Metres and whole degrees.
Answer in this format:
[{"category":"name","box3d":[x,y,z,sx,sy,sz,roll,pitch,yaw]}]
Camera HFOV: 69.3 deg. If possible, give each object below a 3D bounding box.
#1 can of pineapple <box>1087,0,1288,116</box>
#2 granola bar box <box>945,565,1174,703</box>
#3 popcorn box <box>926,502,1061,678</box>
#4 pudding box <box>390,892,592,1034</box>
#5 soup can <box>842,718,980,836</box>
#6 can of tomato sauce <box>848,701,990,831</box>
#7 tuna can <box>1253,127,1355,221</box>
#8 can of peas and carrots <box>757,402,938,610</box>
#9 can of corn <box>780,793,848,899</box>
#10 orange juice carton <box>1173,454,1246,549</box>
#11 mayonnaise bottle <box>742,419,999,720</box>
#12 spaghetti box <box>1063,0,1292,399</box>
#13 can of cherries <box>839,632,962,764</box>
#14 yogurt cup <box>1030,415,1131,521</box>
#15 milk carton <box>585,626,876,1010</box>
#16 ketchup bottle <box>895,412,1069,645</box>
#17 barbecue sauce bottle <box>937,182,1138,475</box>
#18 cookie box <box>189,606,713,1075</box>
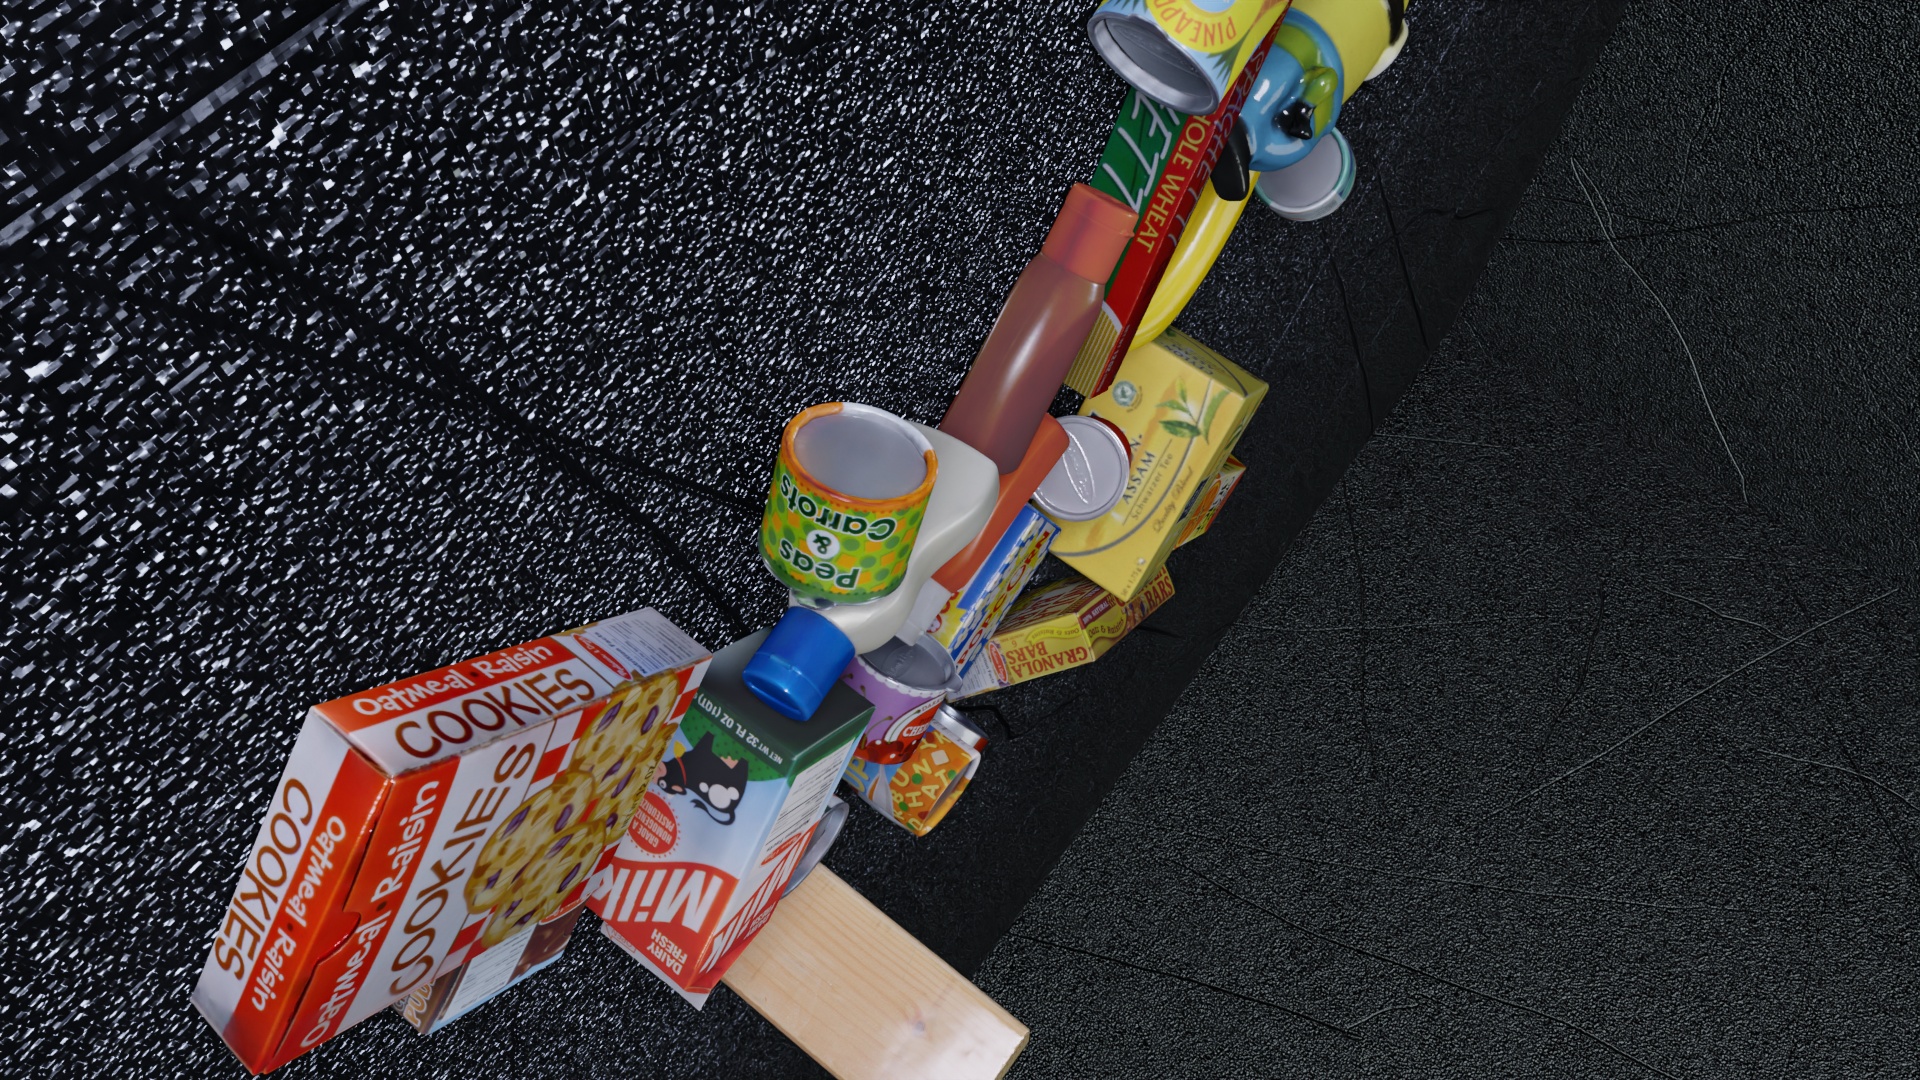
[{"category":"can of pineapple","box3d":[0.097,-0.224,0.586,0.058,0.071,0.071,-56,164,-1]},{"category":"granola bar box","box3d":[0.070,0.060,1.016,0.124,0.039,0.166,-19,-176,31]},{"category":"popcorn box","box3d":[0.011,0.029,0.898,0.126,0.038,0.085,-56,166,1]},{"category":"pudding box","box3d":[-0.194,0.164,0.578,0.049,0.030,0.084,-62,163,17]},{"category":"soup can","box3d":[-0.041,0.140,0.883,0.071,0.084,0.071,-49,163,-20]},{"category":"can of tomato sauce","box3d":[-0.030,0.154,0.979,0.083,0.071,0.071,-54,164,-2]},{"category":"tuna can","box3d":[0.228,-0.251,0.927,0.071,0.071,0.033,-60,163,15]},{"category":"can of peas and carrots","box3d":[-0.048,-0.015,0.580,0.071,0.071,0.058,-39,156,-46]},{"category":"can of corn","box3d":[-0.107,0.158,0.772,0.071,0.058,0.071,-50,164,-20]},{"category":"orange juice carton","box3d":[0.190,-0.048,1.207,0.071,0.073,0.193,-61,164,18]},{"category":"mayonnaise bottle","box3d":[-0.043,0.013,0.635,0.149,0.065,0.041,-55,161,-25]},{"category":"spaghetti box","box3d":[0.097,-0.186,0.695,0.029,0.050,0.248,-37,155,-52]},{"category":"can of cherries","box3d":[-0.042,0.088,0.798,0.072,0.071,0.058,-26,147,-61]},{"category":"yogurt cup","box3d":[0.079,-0.050,0.896,0.072,0.072,0.054,-61,172,19]},{"category":"milk carton","box3d":[-0.121,0.144,0.677,0.074,0.072,0.189,-26,146,-61]},{"category":"ketchup bottle","box3d":[0.003,-0.010,0.784,0.149,0.043,0.064,-54,172,-5]},{"category":"barbecue sauce bottle","box3d":[0.040,-0.105,0.703,0.148,0.044,0.065,-62,163,20]},{"category":"cookie box","box3d":[-0.171,0.098,0.493,0.122,0.040,0.168,-61,163,19]}]
